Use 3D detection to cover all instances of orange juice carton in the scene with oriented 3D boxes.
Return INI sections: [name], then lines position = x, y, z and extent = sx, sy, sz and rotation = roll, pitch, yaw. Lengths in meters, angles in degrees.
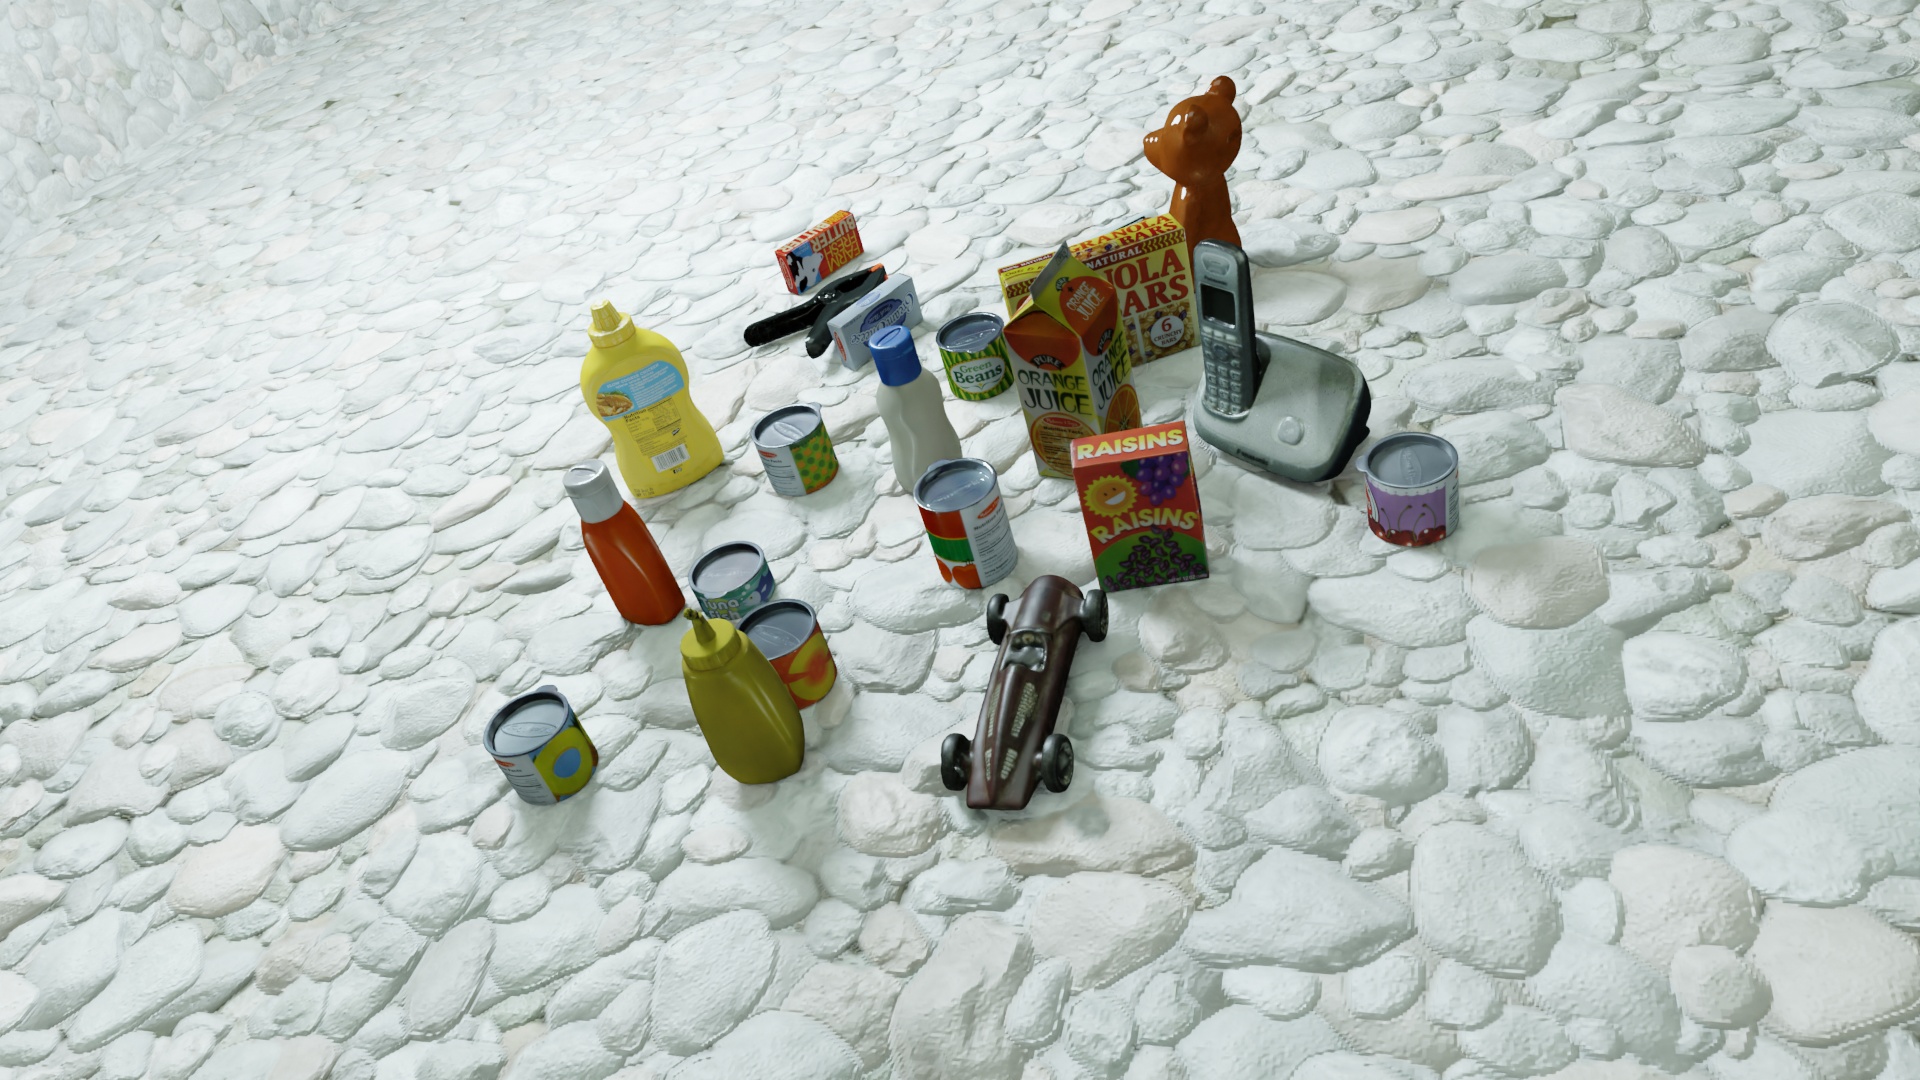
[orange juice carton]
position = 0.090, -0.144, 1.134
extent = 0.073, 0.191, 0.072
rotation = 10, 45, 30

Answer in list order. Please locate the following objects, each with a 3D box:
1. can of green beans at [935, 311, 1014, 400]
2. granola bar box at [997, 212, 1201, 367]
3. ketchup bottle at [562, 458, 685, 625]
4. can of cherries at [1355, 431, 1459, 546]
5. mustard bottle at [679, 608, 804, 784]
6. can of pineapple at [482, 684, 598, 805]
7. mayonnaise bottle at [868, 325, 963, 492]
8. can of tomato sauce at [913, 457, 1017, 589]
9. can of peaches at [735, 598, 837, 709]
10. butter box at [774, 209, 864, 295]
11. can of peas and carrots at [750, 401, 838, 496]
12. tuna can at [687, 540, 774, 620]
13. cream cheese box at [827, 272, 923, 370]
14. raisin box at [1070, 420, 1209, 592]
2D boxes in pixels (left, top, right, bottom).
[can of green beans]
position = 0.015, -0.173, 1.308
extent = 0.071, 0.057, 0.071
rotation = -11, 38, 9
[granola bar box]
position = 0.127, -0.212, 1.259
extent = 0.166, 0.123, 0.039
rotation = -18, 38, -2
[ketchup bottle]
position = -0.277, 0.003, 1.129
extent = 0.065, 0.148, 0.044
rotation = 9, 45, 30
[can of cherries]
position = 0.330, -0.038, 1.023
extent = 0.071, 0.058, 0.072
rotation = -11, 38, 9
[mustard bottle]
position = -0.155, 0.101, 0.954
extent = 0.065, 0.159, 0.049
rotation = -12, 38, 7
[can of pineapple]
position = -0.309, 0.153, 1.031
extent = 0.071, 0.057, 0.071
rotation = -11, 38, 9
[mayonnaise bottle]
position = -0.041, -0.112, 1.181
extent = 0.041, 0.147, 0.065
rotation = 21, 52, 38
[can of tomato sauce]
position = 0.004, -0.014, 1.097
extent = 0.071, 0.082, 0.071
rotation = -11, 38, 9
[can of peaches]
position = -0.133, 0.088, 1.044
extent = 0.071, 0.057, 0.071
rotation = -11, 38, 9
[butter box]
position = -0.158, -0.324, 1.562
extent = 0.104, 0.053, 0.024
rotation = -40, 43, -26
[can of peas and carrots]
position = -0.147, -0.084, 1.259
extent = 0.071, 0.058, 0.071
rotation = -11, 38, 9
[tuna can]
position = -0.190, 0.035, 1.150
extent = 0.071, 0.032, 0.071
rotation = -10, 38, 9
[cream cheese box]
position = -0.085, -0.222, 1.409
extent = 0.024, 0.053, 0.104
rotation = 23, 53, 40
[raisin box]
position = 0.134, -0.023, 1.027
extent = 0.086, 0.122, 0.040
rotation = -9, 39, 11
